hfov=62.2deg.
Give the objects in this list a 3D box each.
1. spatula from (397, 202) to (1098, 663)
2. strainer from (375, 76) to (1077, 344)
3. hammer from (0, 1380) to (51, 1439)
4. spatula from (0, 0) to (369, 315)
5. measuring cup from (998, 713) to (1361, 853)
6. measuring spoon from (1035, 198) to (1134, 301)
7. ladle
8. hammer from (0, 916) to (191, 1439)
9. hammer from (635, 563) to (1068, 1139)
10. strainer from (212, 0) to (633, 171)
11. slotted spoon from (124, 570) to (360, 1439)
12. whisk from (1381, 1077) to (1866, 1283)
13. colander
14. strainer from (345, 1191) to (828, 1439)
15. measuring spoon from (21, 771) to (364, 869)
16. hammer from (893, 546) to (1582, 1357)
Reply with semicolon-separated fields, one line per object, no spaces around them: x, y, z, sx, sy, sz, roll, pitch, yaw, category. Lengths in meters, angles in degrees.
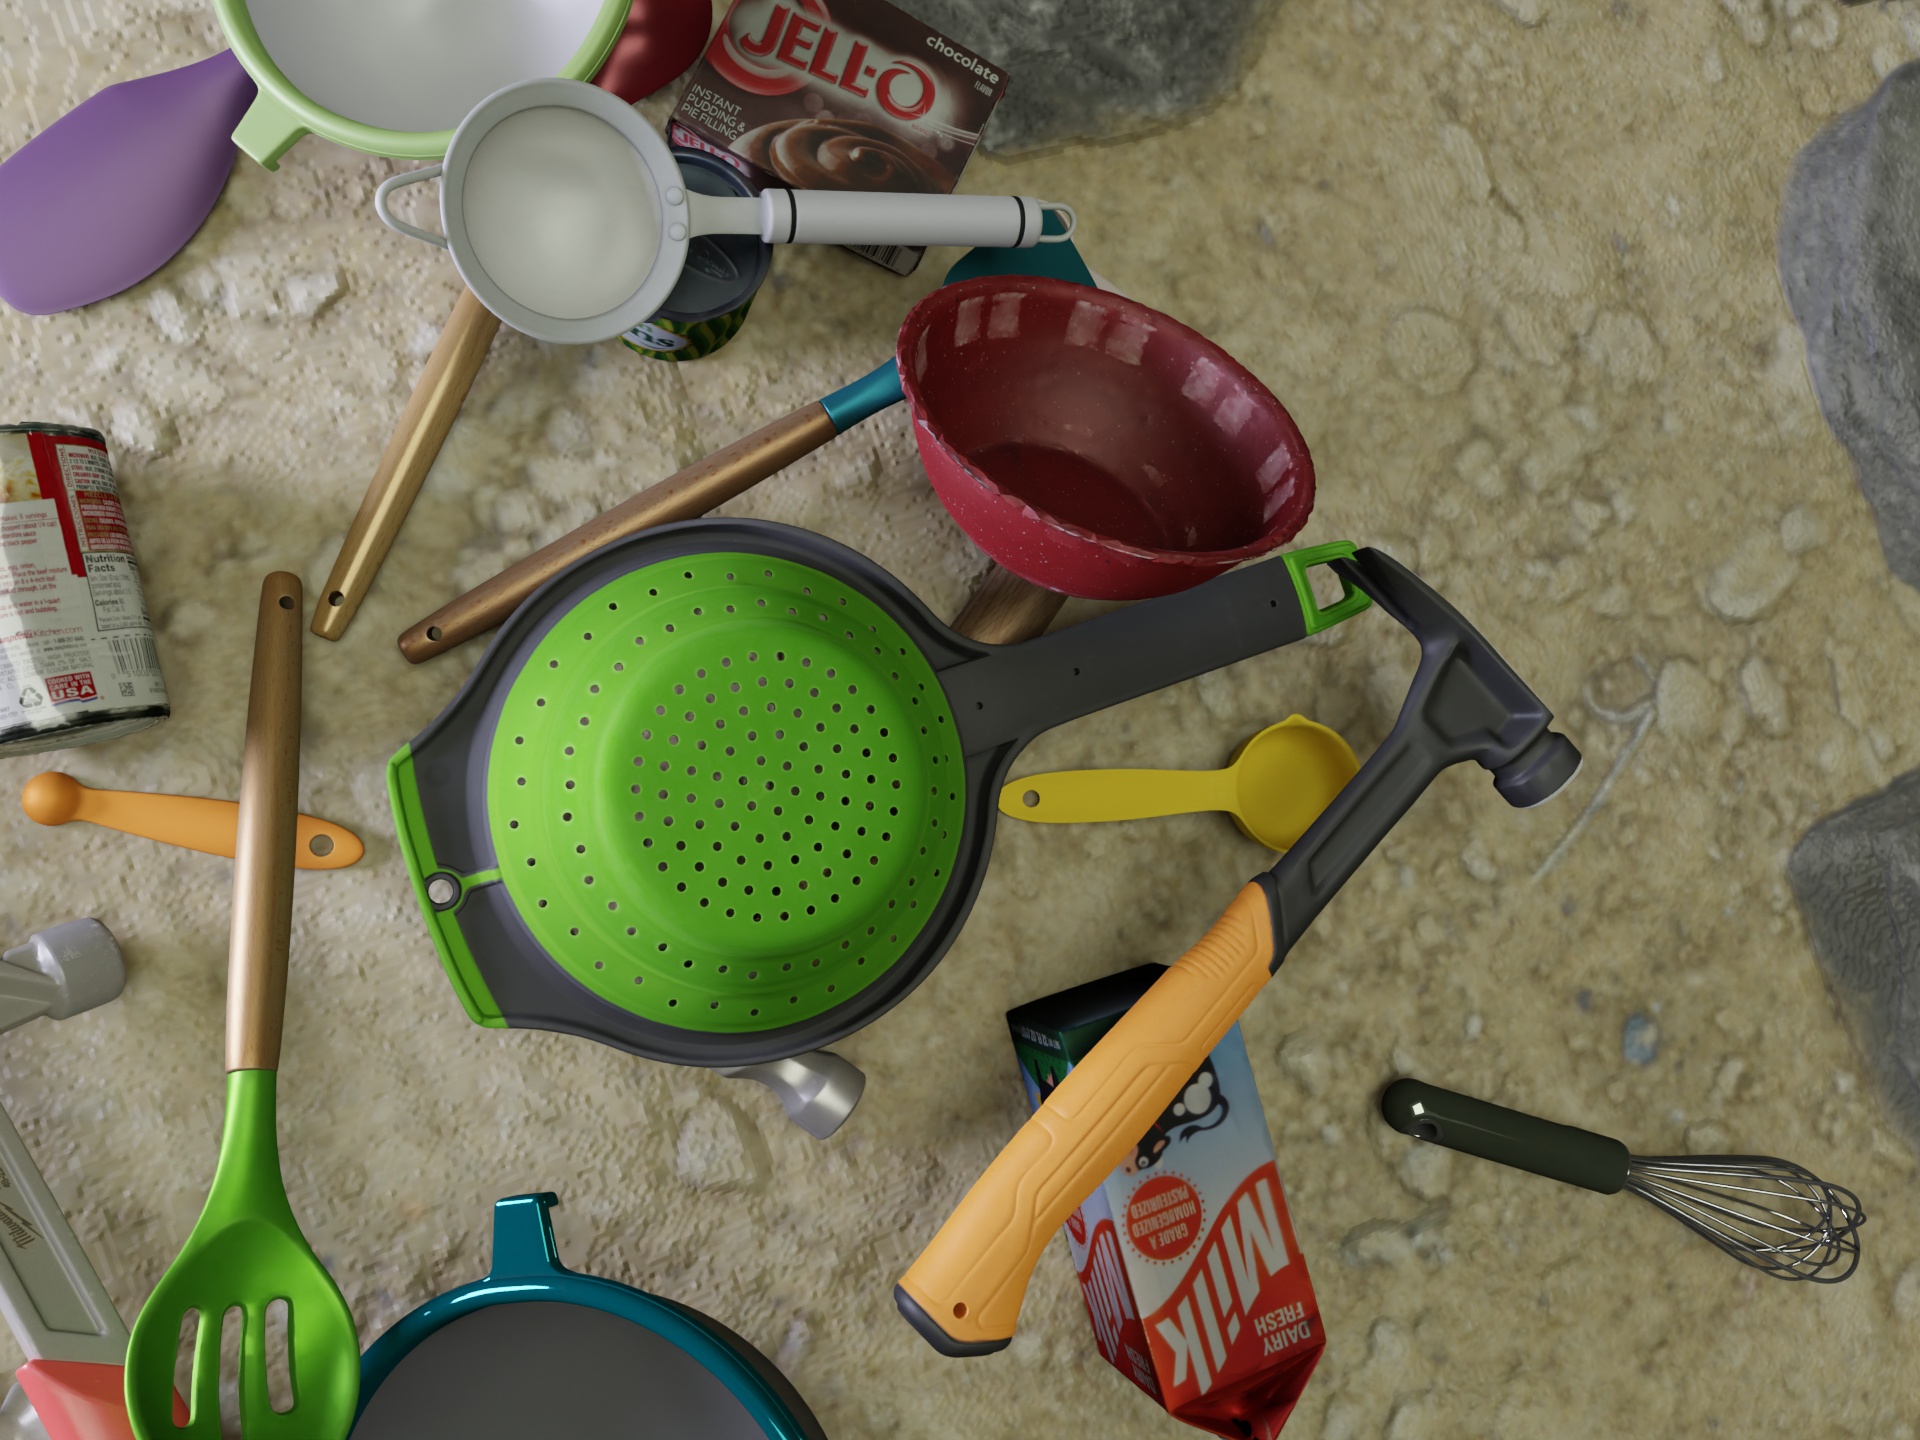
-0.075;-0.104;0.629;0.317;0.044;0.082;-30;98;-8;spatula
-0.075;-0.180;0.572;0.258;0.050;0.087;-6;104;-22;strainer
-0.411;0.078;0.496;0.146;0.038;0.410;-18;87;-51;hammer
-0.242;-0.268;0.603;0.059;0.018;0.316;45;77;-13;spatula
0.092;0.031;0.678;0.156;0.029;0.062;-2;87;-4;measuring cup
0.063;-0.175;0.687;0.124;0.018;0.034;38;83;-17;measuring spoon
-0.178;-0.175;0.612;0.069;0.031;0.315;23;82;-7;ladle
-0.257;0.237;0.486;0.149;0.036;0.359;-25;80;-50;hammer
-0.011;-0.006;0.643;0.130;0.031;0.331;38;77;-11;hammer
-0.132;-0.269;0.576;0.256;0.069;0.151;-2;88;-1;strainer
-0.234;0.093;0.534;0.070;0.031;0.314;12;62;-40;slotted spoon
0.299;0.201;0.713;0.246;0.057;0.059;18;47;-11;whisk
-0.001;-0.002;0.580;0.397;0.094;0.204;-19;92;-17;colander
-0.151;0.337;0.555;0.211;0.095;0.340;38;100;16;strainer
-0.277;0.037;0.576;0.117;0.011;0.021;12;83;-14;measuring spoon
0.093;0.088;0.590;0.127;0.034;0.337;45;75;-8;hammer
